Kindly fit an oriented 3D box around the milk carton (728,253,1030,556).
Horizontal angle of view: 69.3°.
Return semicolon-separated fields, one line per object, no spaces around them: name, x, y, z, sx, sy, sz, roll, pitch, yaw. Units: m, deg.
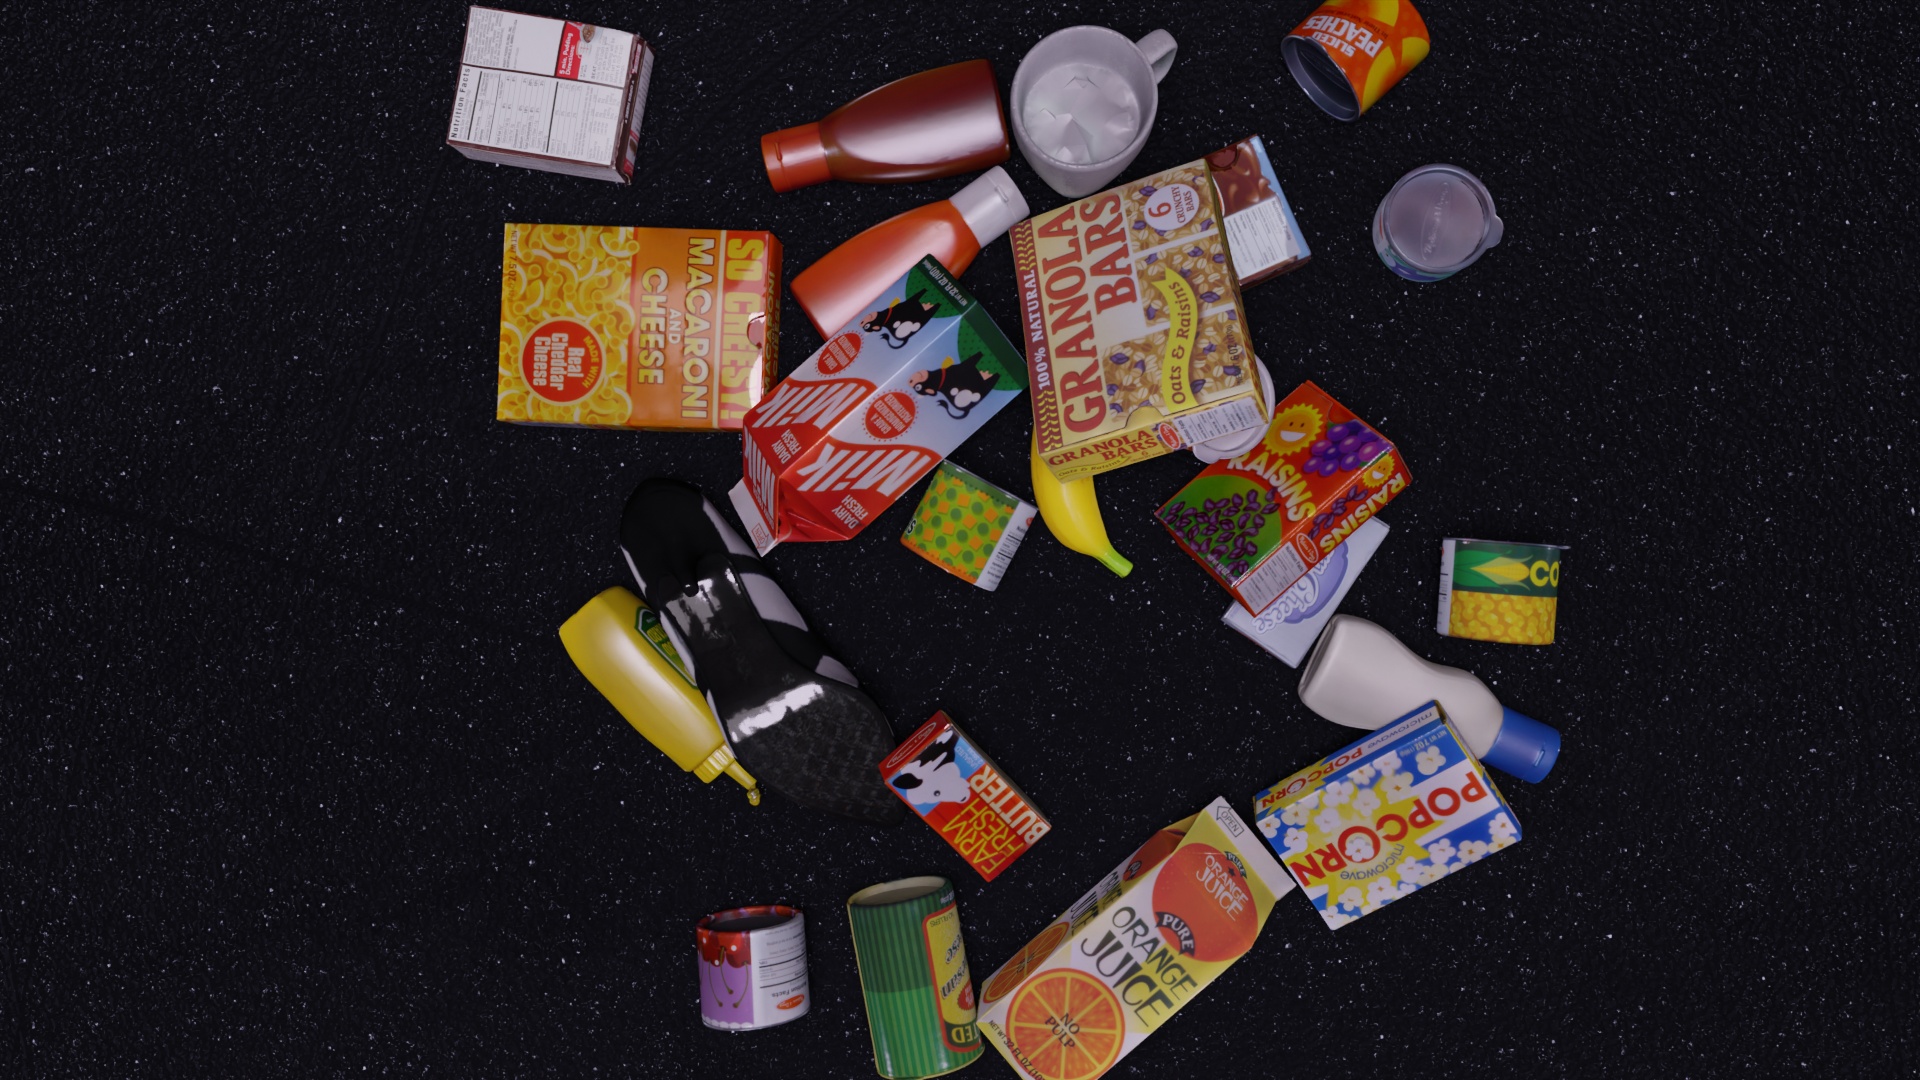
milk carton;-0.058;-0.072;0.825;0.190;0.073;0.072;-40;43;4

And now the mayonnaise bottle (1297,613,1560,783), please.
mayonnaise bottle;0.282;0.100;0.834;0.148;0.041;0.064;24;98;2

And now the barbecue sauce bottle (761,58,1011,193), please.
barbecue sauce bottle;-0.047;-0.249;0.855;0.148;0.043;0.065;-12;85;4

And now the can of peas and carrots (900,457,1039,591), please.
can of peas and carrots;0.003;-0.011;0.839;0.071;0.071;0.058;28;92;3

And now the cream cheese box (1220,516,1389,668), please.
cream cheese box;0.209;0.020;0.847;0.053;0.024;0.104;34;91;3

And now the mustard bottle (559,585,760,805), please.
mustard bottle;-0.174;0.099;0.851;0.049;0.065;0.160;-42;93;8

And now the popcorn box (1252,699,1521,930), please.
popcorn box;0.248;0.162;0.815;0.126;0.038;0.085;-33;99;18

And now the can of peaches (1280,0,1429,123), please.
can of peaches;0.235;-0.294;0.826;0.058;0.071;0.071;-42;88;1

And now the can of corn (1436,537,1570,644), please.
can of corn;0.319;0.029;0.818;0.071;0.071;0.058;4;91;3

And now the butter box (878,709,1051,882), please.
butter box;0.004;0.155;0.838;0.053;0.024;0.103;-41;113;2

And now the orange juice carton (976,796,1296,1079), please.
orange juice carton;0.105;0.240;0.826;0.192;0.073;0.072;-41;88;2

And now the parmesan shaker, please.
parmesan shaker;-0.028;0.261;0.834;0.071;0.071;0.103;-11;89;3

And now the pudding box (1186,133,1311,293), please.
pudding box;0.175;-0.199;0.848;0.049;0.030;0.083;-24;88;4

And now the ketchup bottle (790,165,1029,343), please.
ketchup bottle;-0.028;-0.173;0.853;0.149;0.043;0.064;-34;95;2

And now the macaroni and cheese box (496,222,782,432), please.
macaroni and cheese box;-0.199;-0.131;0.864;0.166;0.040;0.123;2;90;3

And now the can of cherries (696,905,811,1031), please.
can of cherries;-0.128;0.258;0.844;0.071;0.071;0.058;-5;90;3

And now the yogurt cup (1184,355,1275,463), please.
yogurt cup;0.145;-0.083;0.829;0.072;0.054;0.072;-1;94;-21

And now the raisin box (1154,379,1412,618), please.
raisin box;0.189;-0.026;0.819;0.123;0.086;0.040;-41;131;2

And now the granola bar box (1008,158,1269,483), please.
granola bar box;0.098;-0.127;0.797;0.124;0.039;0.166;-16;60;19

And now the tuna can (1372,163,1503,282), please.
tuna can;0.288;-0.191;0.840;0.071;0.033;0.071;0;90;3
